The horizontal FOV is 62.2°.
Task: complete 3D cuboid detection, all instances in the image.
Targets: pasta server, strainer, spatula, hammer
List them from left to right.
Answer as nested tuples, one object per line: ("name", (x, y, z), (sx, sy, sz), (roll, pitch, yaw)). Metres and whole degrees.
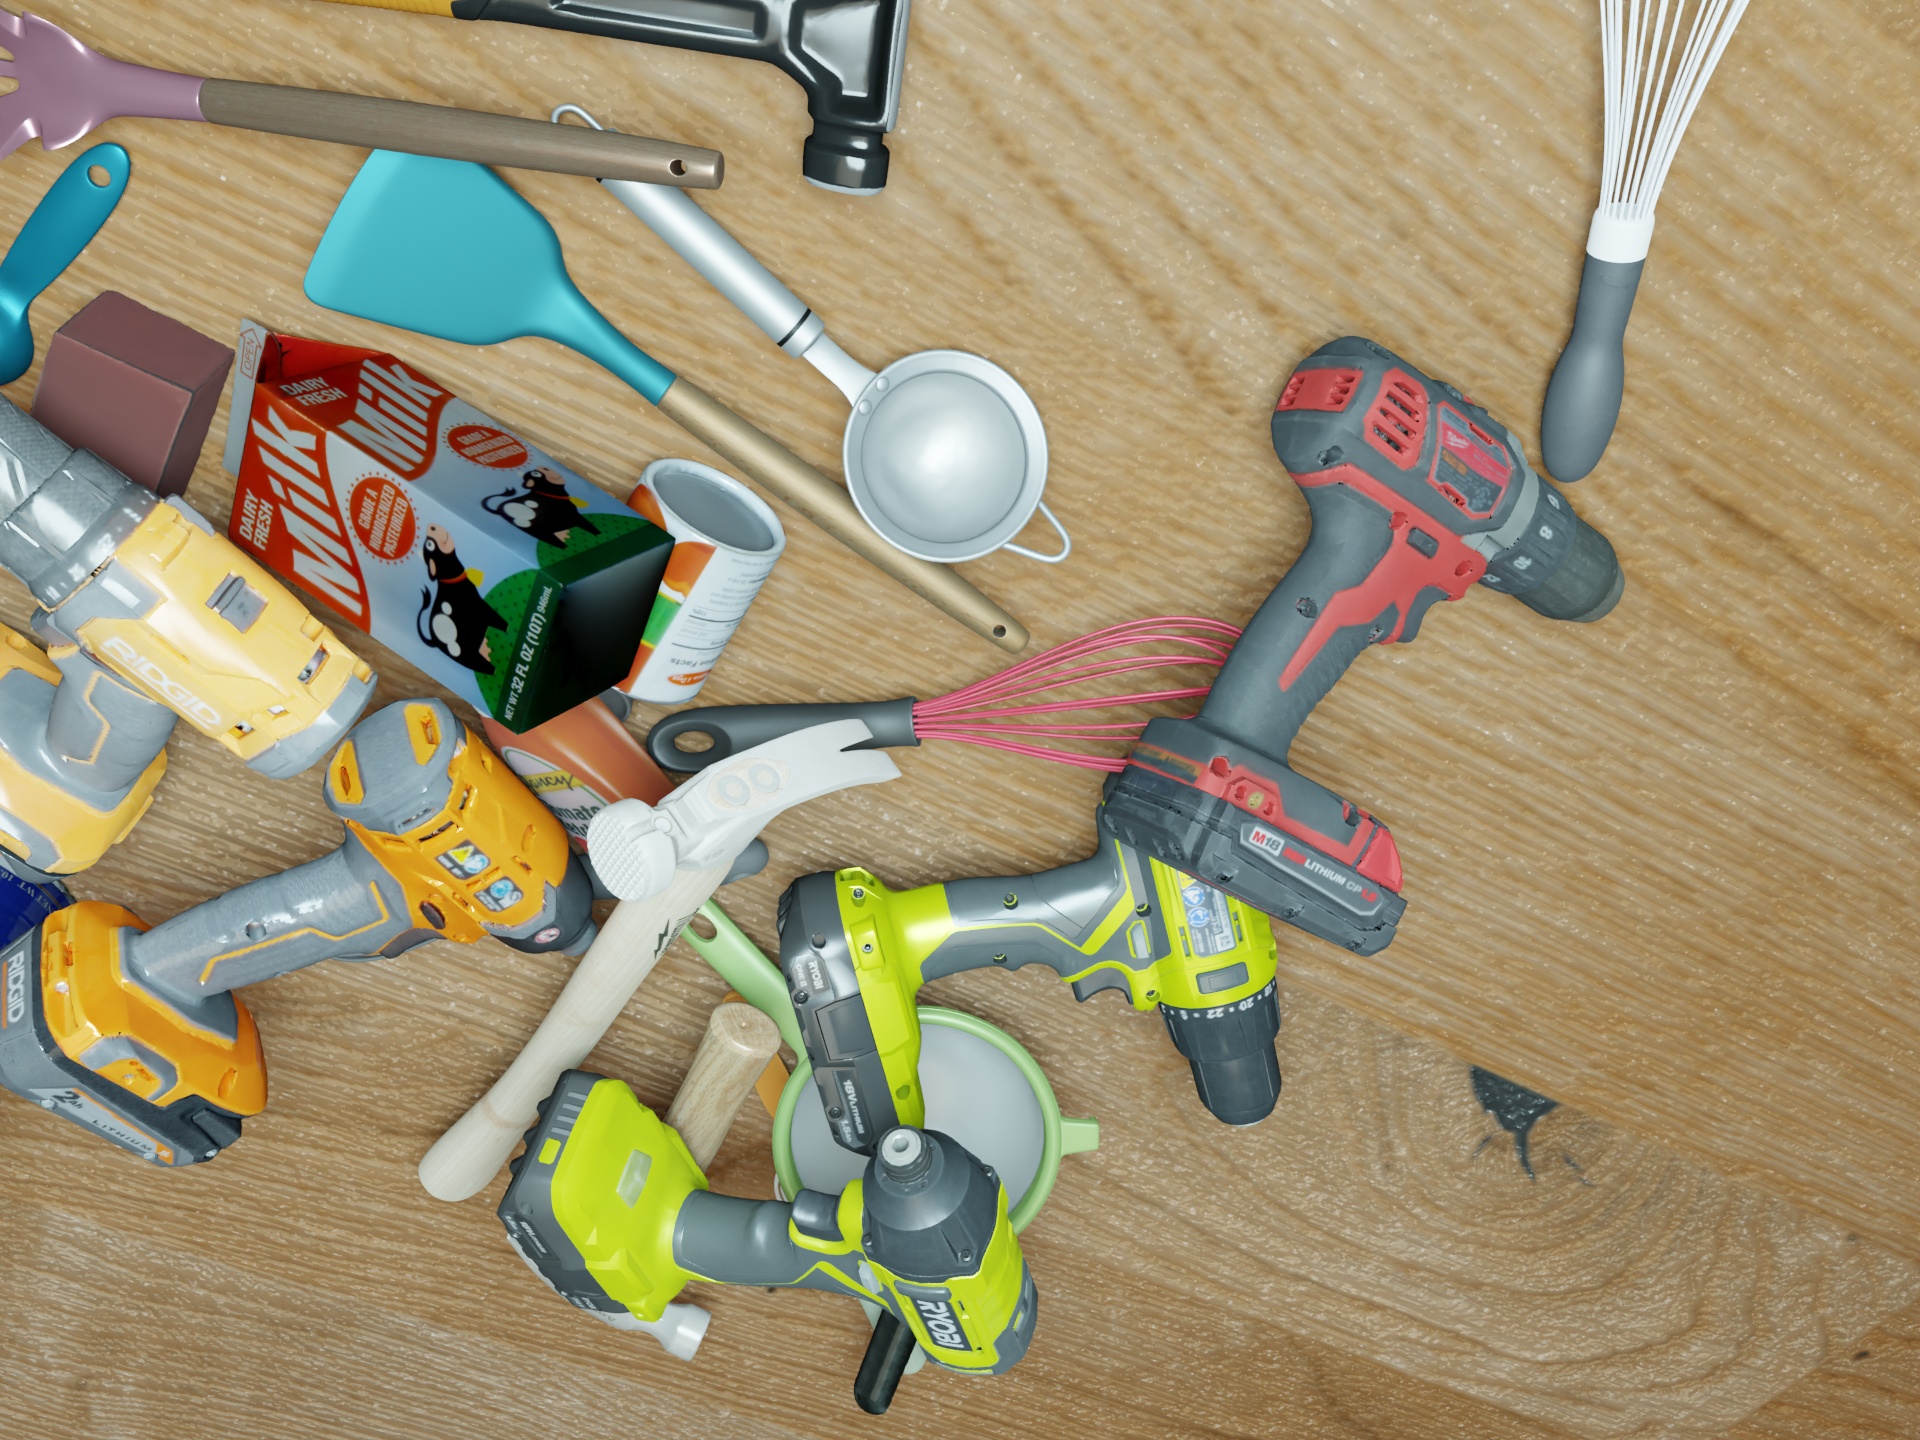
("pasta server", (-0.240, -0.211, 0.554), (0.316, 0.040, 0.060), (9, 118, 3))
("hammer", (-0.184, -0.267, 0.546), (0.337, 0.034, 0.127), (6, 120, -5))
("hammer", (-0.174, 0.137, 0.773), (0.038, 0.146, 0.410), (54, 133, 14))
("hammer", (-0.161, 0.248, 0.856), (0.130, 0.031, 0.331), (26, 133, -3))
("spatula", (-0.099, -0.114, 0.640), (0.317, 0.044, 0.082), (34, 106, -16))
("strainer", (-0.057, -0.149, 0.632), (0.258, 0.050, 0.087), (40, 81, -19))
("strainer", (-0.059, 0.175, 0.846), (0.151, 0.069, 0.256), (-42, 99, 8))

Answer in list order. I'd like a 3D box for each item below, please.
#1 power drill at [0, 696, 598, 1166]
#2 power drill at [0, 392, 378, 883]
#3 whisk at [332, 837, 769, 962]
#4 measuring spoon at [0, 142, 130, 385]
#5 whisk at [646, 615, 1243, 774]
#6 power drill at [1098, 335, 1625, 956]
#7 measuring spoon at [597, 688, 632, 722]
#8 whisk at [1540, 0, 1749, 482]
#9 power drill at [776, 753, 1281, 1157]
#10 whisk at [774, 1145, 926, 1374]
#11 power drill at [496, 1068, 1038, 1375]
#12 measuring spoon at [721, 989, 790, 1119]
("power drill", (-0.277, 0.100, 0.699), (0.226, 0.084, 0.164), (-31, 139, -1))
("power drill", (-0.367, -0.030, 0.635), (0.226, 0.084, 0.185), (-21, 126, 35))
("whisk", (-0.213, 0.082, 0.781), (0.239, 0.055, 0.055), (-7, 124, -3))
("measuring spoon", (-0.360, -0.173, 0.611), (0.128, 0.021, 0.042), (-38, 118, 22))
("whisk", (-0.001, -0.002, 0.726), (0.296, 0.073, 0.073), (-6, 125, 9))
("power drill", (0.177, -0.021, 0.665), (0.187, 0.080, 0.227), (27, 87, -28))
("measuring spoon", (-0.203, -0.037, 0.719), (0.124, 0.018, 0.034), (30, 140, -14))
("whisk", (0.254, -0.214, 0.596), (0.070, 0.070, 0.284), (-3, 129, -1))
("power drill", (0.041, 0.128, 0.766), (0.228, 0.080, 0.190), (-15, 104, -1))
("whisk", (-0.058, 0.322, 0.951), (0.059, 0.058, 0.246), (-31, 130, -17))
("power drill", (-0.086, 0.225, 0.726), (0.223, 0.080, 0.171), (2, 137, 18))
("measuring spoon", (-0.108, 0.187, 0.878), (0.021, 0.011, 0.116), (-13, 127, 3))
